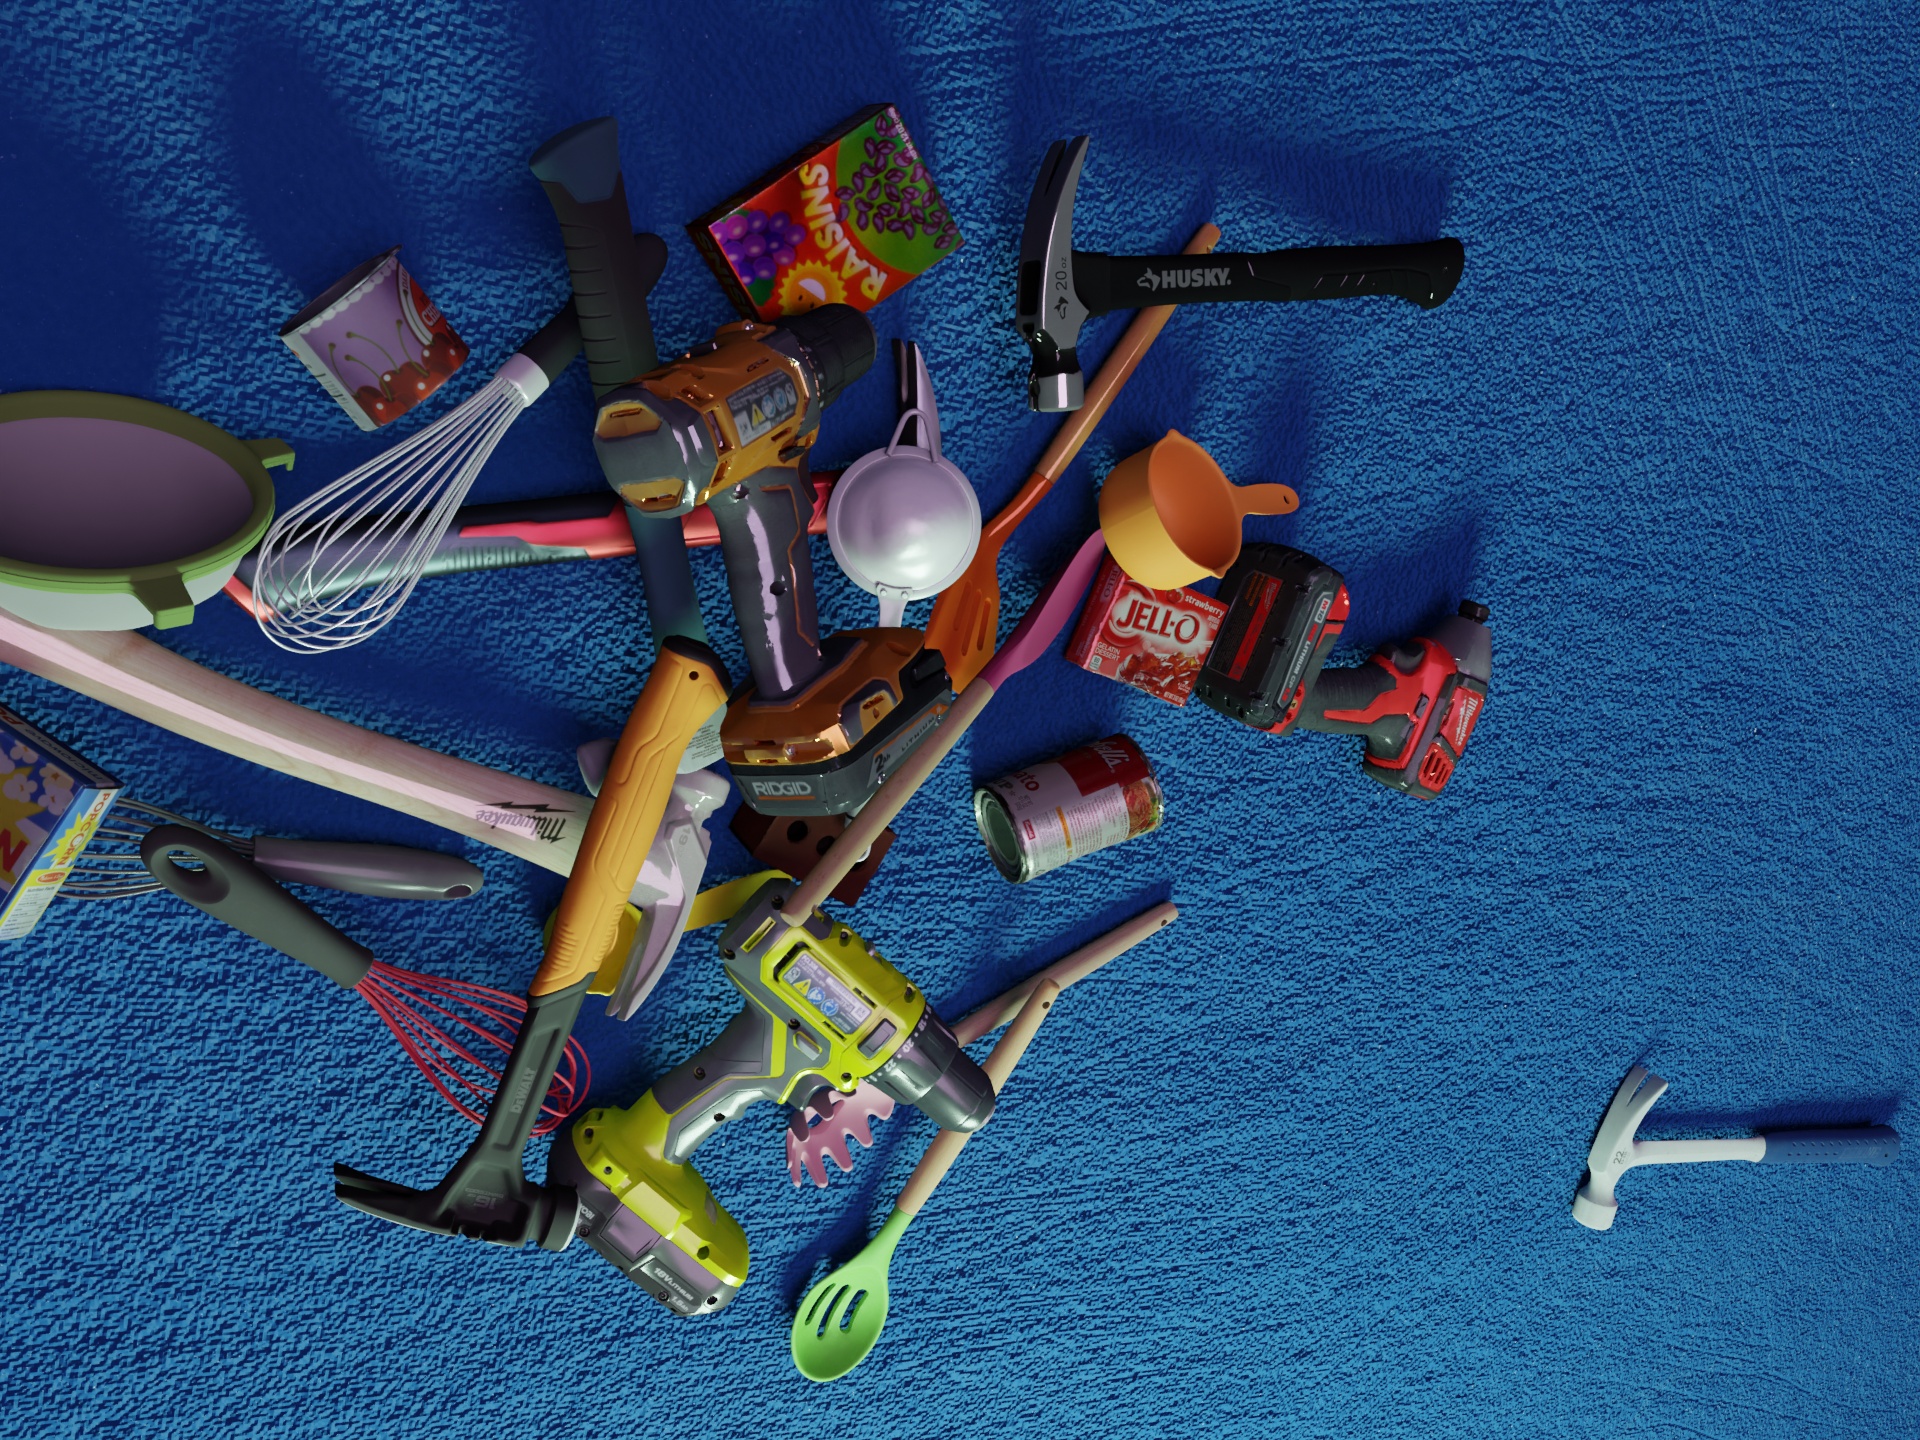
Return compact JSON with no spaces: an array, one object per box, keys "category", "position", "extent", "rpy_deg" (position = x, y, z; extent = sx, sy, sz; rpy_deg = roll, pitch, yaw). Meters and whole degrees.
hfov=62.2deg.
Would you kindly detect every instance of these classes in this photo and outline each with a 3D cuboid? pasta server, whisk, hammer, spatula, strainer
[{"category":"pasta server","position":[0.018,0.204,1.049],"extent":[0.316,0.040,0.060],"rpy_deg":[-28,134,-18]},{"category":"whisk","position":[-0.363,0.073,0.814],"extent":[0.238,0.055,0.055],"rpy_deg":[10,102,-33]},{"category":"hammer","position":[-0.319,0.026,0.806],"extent":[0.410,0.038,0.146],"rpy_deg":[25,74,-28]},{"category":"hammer","position":[0.179,-0.273,0.957],"extent":[0.334,0.035,0.146],"rpy_deg":[-12,107,-29]},{"category":"hammer","position":[-0.159,-0.125,0.797],"extent":[0.128,0.033,0.330],"rpy_deg":[-19,119,-23]},{"category":"hammer","position":[-0.205,0.112,0.821],"extent":[0.127,0.034,0.337],"rpy_deg":[21,96,-25]},{"category":"whisk","position":[-0.235,-0.145,0.773],"extent":[0.070,0.070,0.285],"rpy_deg":[50,65,-30]},{"category":"hammer","position":[0.730,0.389,1.464],"extent":[0.405,0.035,0.144],"rpy_deg":[7,103,-28]},{"category":"hammer","position":[-0.190,-0.119,0.841],"extent":[0.386,0.038,0.143],"rpy_deg":[-9,109,-24]},{"category":"spatula","position":[0.070,-0.162,0.954],"extent":[0.322,0.041,0.081],"rpy_deg":[-56,145,-2]},{"category":"whisk","position":[-0.303,0.141,0.836],"extent":[0.073,0.073,0.295],"rpy_deg":[-47,128,-6]},{"category":"strainer","position":[-0.040,-0.043,0.888],"extent":[0.087,0.050,0.258],"rpy_deg":[6,103,-10]},{"category":"strainer","position":[-0.438,-0.092,0.697],"extent":[0.256,0.152,0.069],"rpy_deg":[12,126,-11]}]

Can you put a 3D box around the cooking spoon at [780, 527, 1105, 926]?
[{"category":"cooking spoon","position":[-0.001,-0.003,0.918],"extent":[0.319,0.017,0.068],"rpy_deg":[-51,162,-27]}]

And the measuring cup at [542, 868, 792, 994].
[{"category":"measuring cup","position":[-0.172,0.113,0.938],"extent":[0.156,0.029,0.062],"rpy_deg":[-17,106,-34]}]

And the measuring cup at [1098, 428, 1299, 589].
[{"category":"measuring cup","position":[0.152,-0.129,1.002],"extent":[0.173,0.052,0.095],"rpy_deg":[-12,82,-49]}]

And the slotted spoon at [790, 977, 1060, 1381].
[{"category":"slotted spoon","position":[-0.021,0.302,1.050],"extent":[0.070,0.031,0.314],"rpy_deg":[27,99,-32]}]

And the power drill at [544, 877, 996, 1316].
[{"category":"power drill","position":[-0.110,0.231,0.935],"extent":[0.190,0.080,0.228],"rpy_deg":[43,91,-10]}]

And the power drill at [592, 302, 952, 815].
[{"category":"power drill","position":[-0.076,-0.089,0.796],"extent":[0.185,0.084,0.226],"rpy_deg":[-46,126,-48]}]

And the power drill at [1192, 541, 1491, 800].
[{"category":"power drill","position":[0.272,-0.038,1.077],"extent":[0.219,0.079,0.143],"rpy_deg":[18,98,-33]}]
